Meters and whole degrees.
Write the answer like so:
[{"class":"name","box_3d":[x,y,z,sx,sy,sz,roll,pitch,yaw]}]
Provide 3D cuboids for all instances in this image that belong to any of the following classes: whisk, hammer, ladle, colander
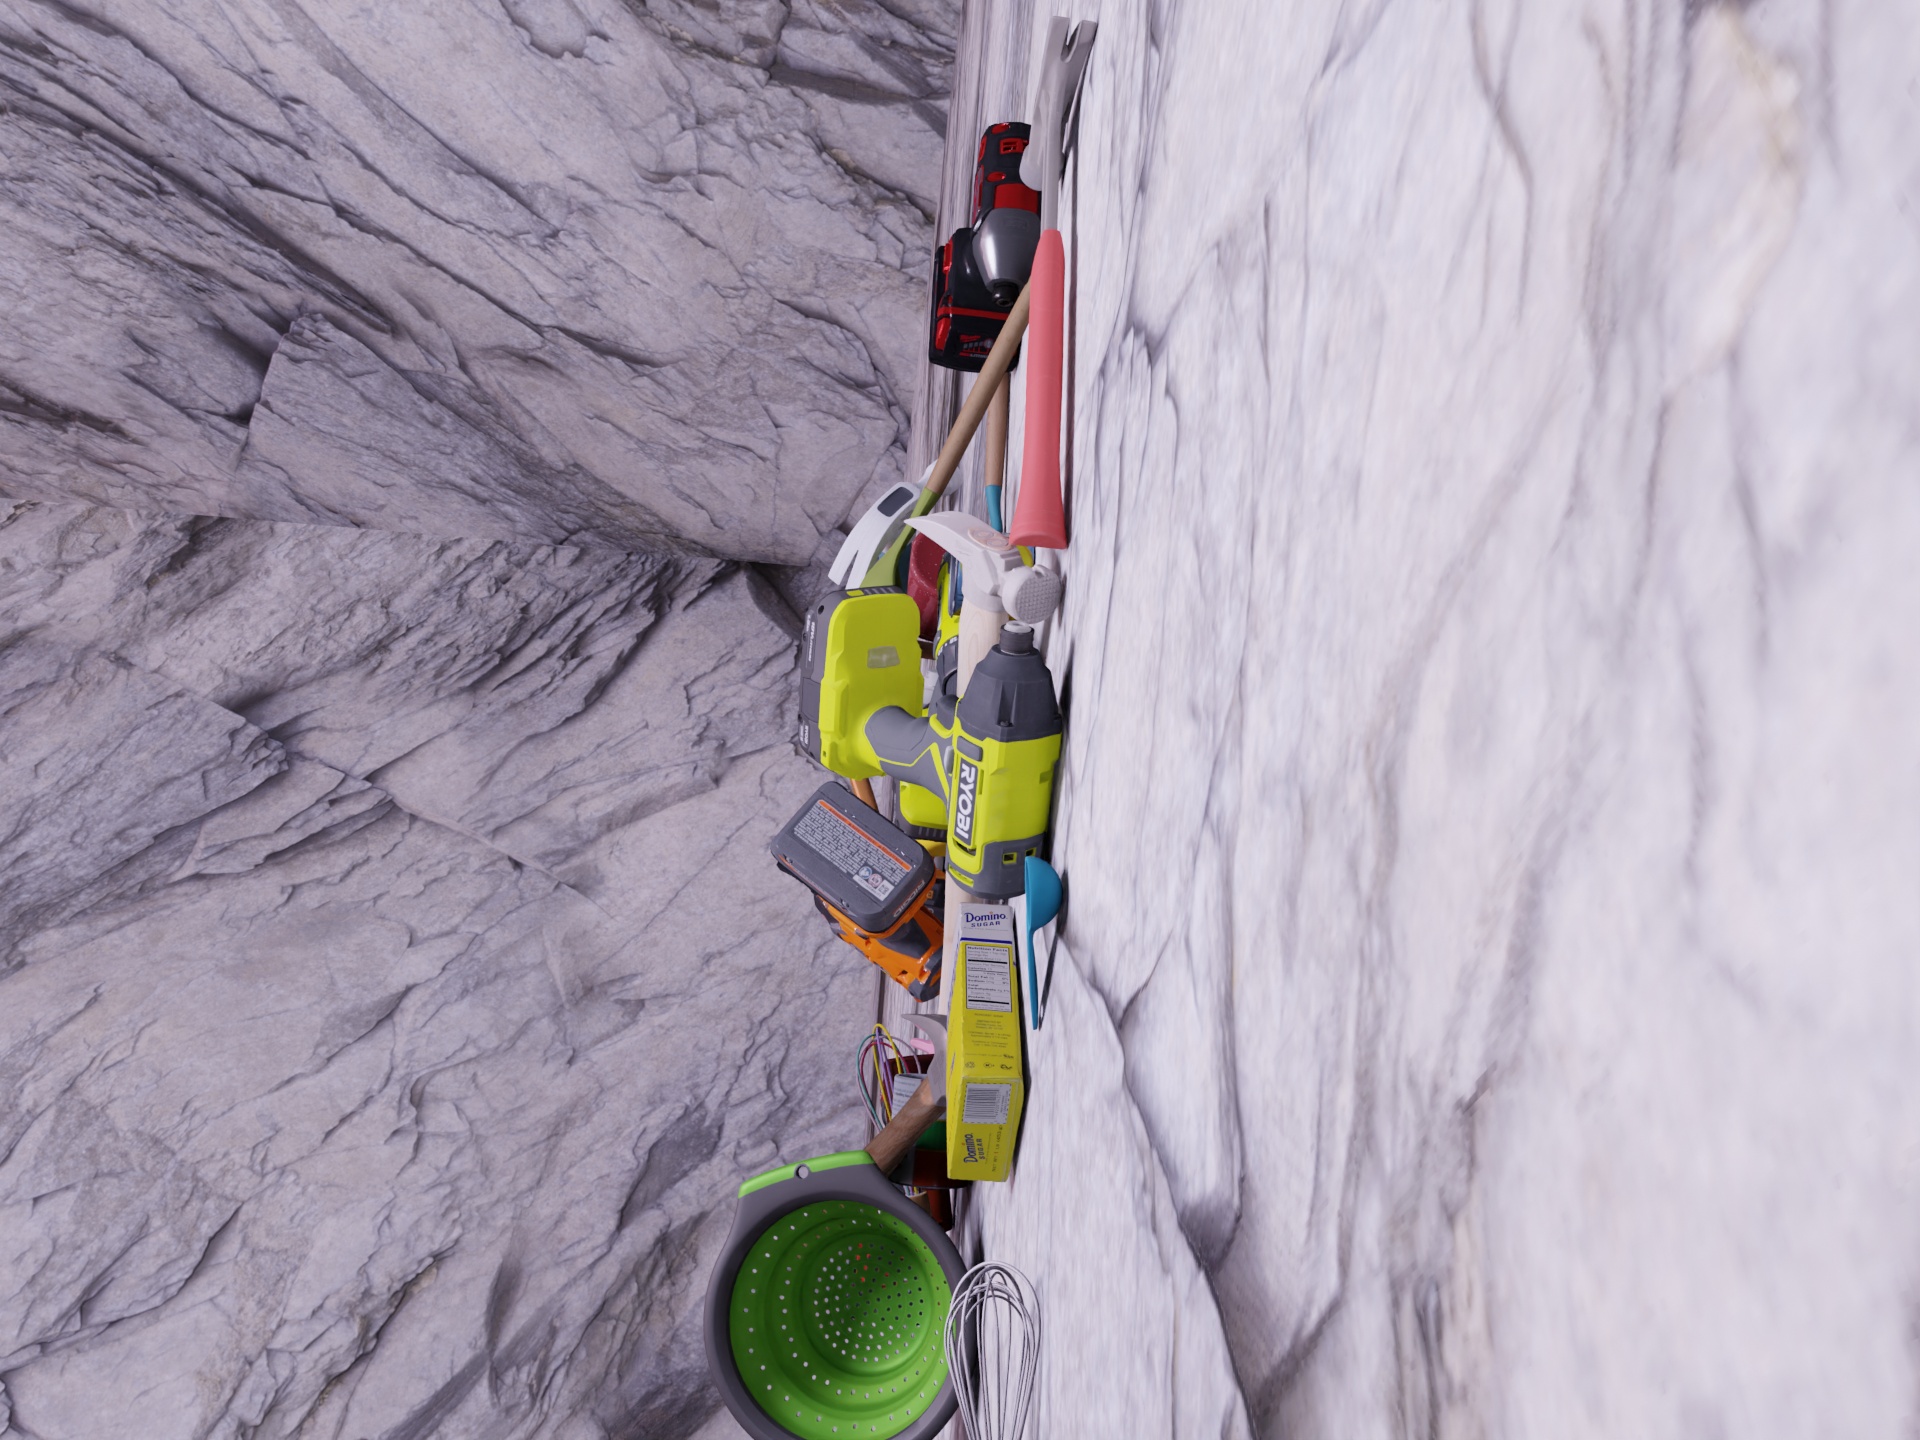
[{"class":"whisk","box_3d":[0.020,0.421,0.857,0.057,0.059,0.246,28,-124,-55]},{"class":"hammer","box_3d":[0.002,0.054,1.145,0.146,0.038,0.410,40,135,47]},{"class":"hammer","box_3d":[-0.059,-0.077,1.402,0.128,0.033,0.330,-40,-26,-29]},{"class":"hammer","box_3d":[0.059,-0.281,1.057,0.149,0.036,0.359,107,167,-68]},{"class":"ladle","box_3d":[0.002,-0.196,1.234,0.320,0.062,0.078,-63,6,13]},{"class":"hammer","box_3d":[-0.063,0.340,1.246,0.331,0.031,0.130,-56,36,41]},{"class":"whisk","box_3d":[-0.043,0.374,1.327,0.051,0.047,0.245,-8,-96,-54]},{"class":"colander","box_3d":[-0.059,0.518,1.165,0.094,0.204,0.397,42,-147,-75]}]

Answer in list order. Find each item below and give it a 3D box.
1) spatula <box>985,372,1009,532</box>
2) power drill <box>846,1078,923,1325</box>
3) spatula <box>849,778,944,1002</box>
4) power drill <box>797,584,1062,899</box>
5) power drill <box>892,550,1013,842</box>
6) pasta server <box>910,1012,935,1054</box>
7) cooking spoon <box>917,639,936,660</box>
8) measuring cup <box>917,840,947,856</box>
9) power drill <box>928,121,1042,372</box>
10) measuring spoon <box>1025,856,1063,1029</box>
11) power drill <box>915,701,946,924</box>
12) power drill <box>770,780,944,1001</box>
[{"class":"spatula","box_3d":[0.020,-0.230,1.418,0.082,0.044,0.318,66,-154,-65]},{"class":"power drill","box_3d":[-0.054,0.449,1.505,0.188,0.080,0.227,-168,85,-85]},{"class":"spatula","box_3d":[-0.072,0.102,1.468,0.081,0.041,0.323,-43,52,33]},{"class":"power drill","box_3d":[-0.018,-0.005,1.039,0.223,0.080,0.171,30,122,50]},{"class":"power drill","box_3d":[-0.002,-0.004,1.292,0.191,0.080,0.228,-89,9,-45]},{"class":"pasta server","box_3d":[-0.012,0.260,1.385,0.316,0.040,0.060,108,177,-65]},{"class":"cooking spoon","box_3d":[-0.054,-0.071,1.524,0.318,0.017,0.069,4,-82,-70]},{"class":"measuring cup","box_3d":[-0.060,0.111,1.406,0.062,0.156,0.029,101,157,-68]},{"class":"power drill","box_3d":[0.027,-0.374,1.309,0.219,0.078,0.143,129,145,-76]},{"class":"measuring spoon","box_3d":[0.050,0.134,0.937,0.042,0.021,0.128,-94,1,-56]},{"class":"power drill","box_3d":[-0.029,0.088,1.530,0.185,0.084,0.226,117,161,-73]},{"class":"power drill","box_3d":[-0.083,0.138,1.310,0.084,0.164,0.226,-49,-22,-16]}]
